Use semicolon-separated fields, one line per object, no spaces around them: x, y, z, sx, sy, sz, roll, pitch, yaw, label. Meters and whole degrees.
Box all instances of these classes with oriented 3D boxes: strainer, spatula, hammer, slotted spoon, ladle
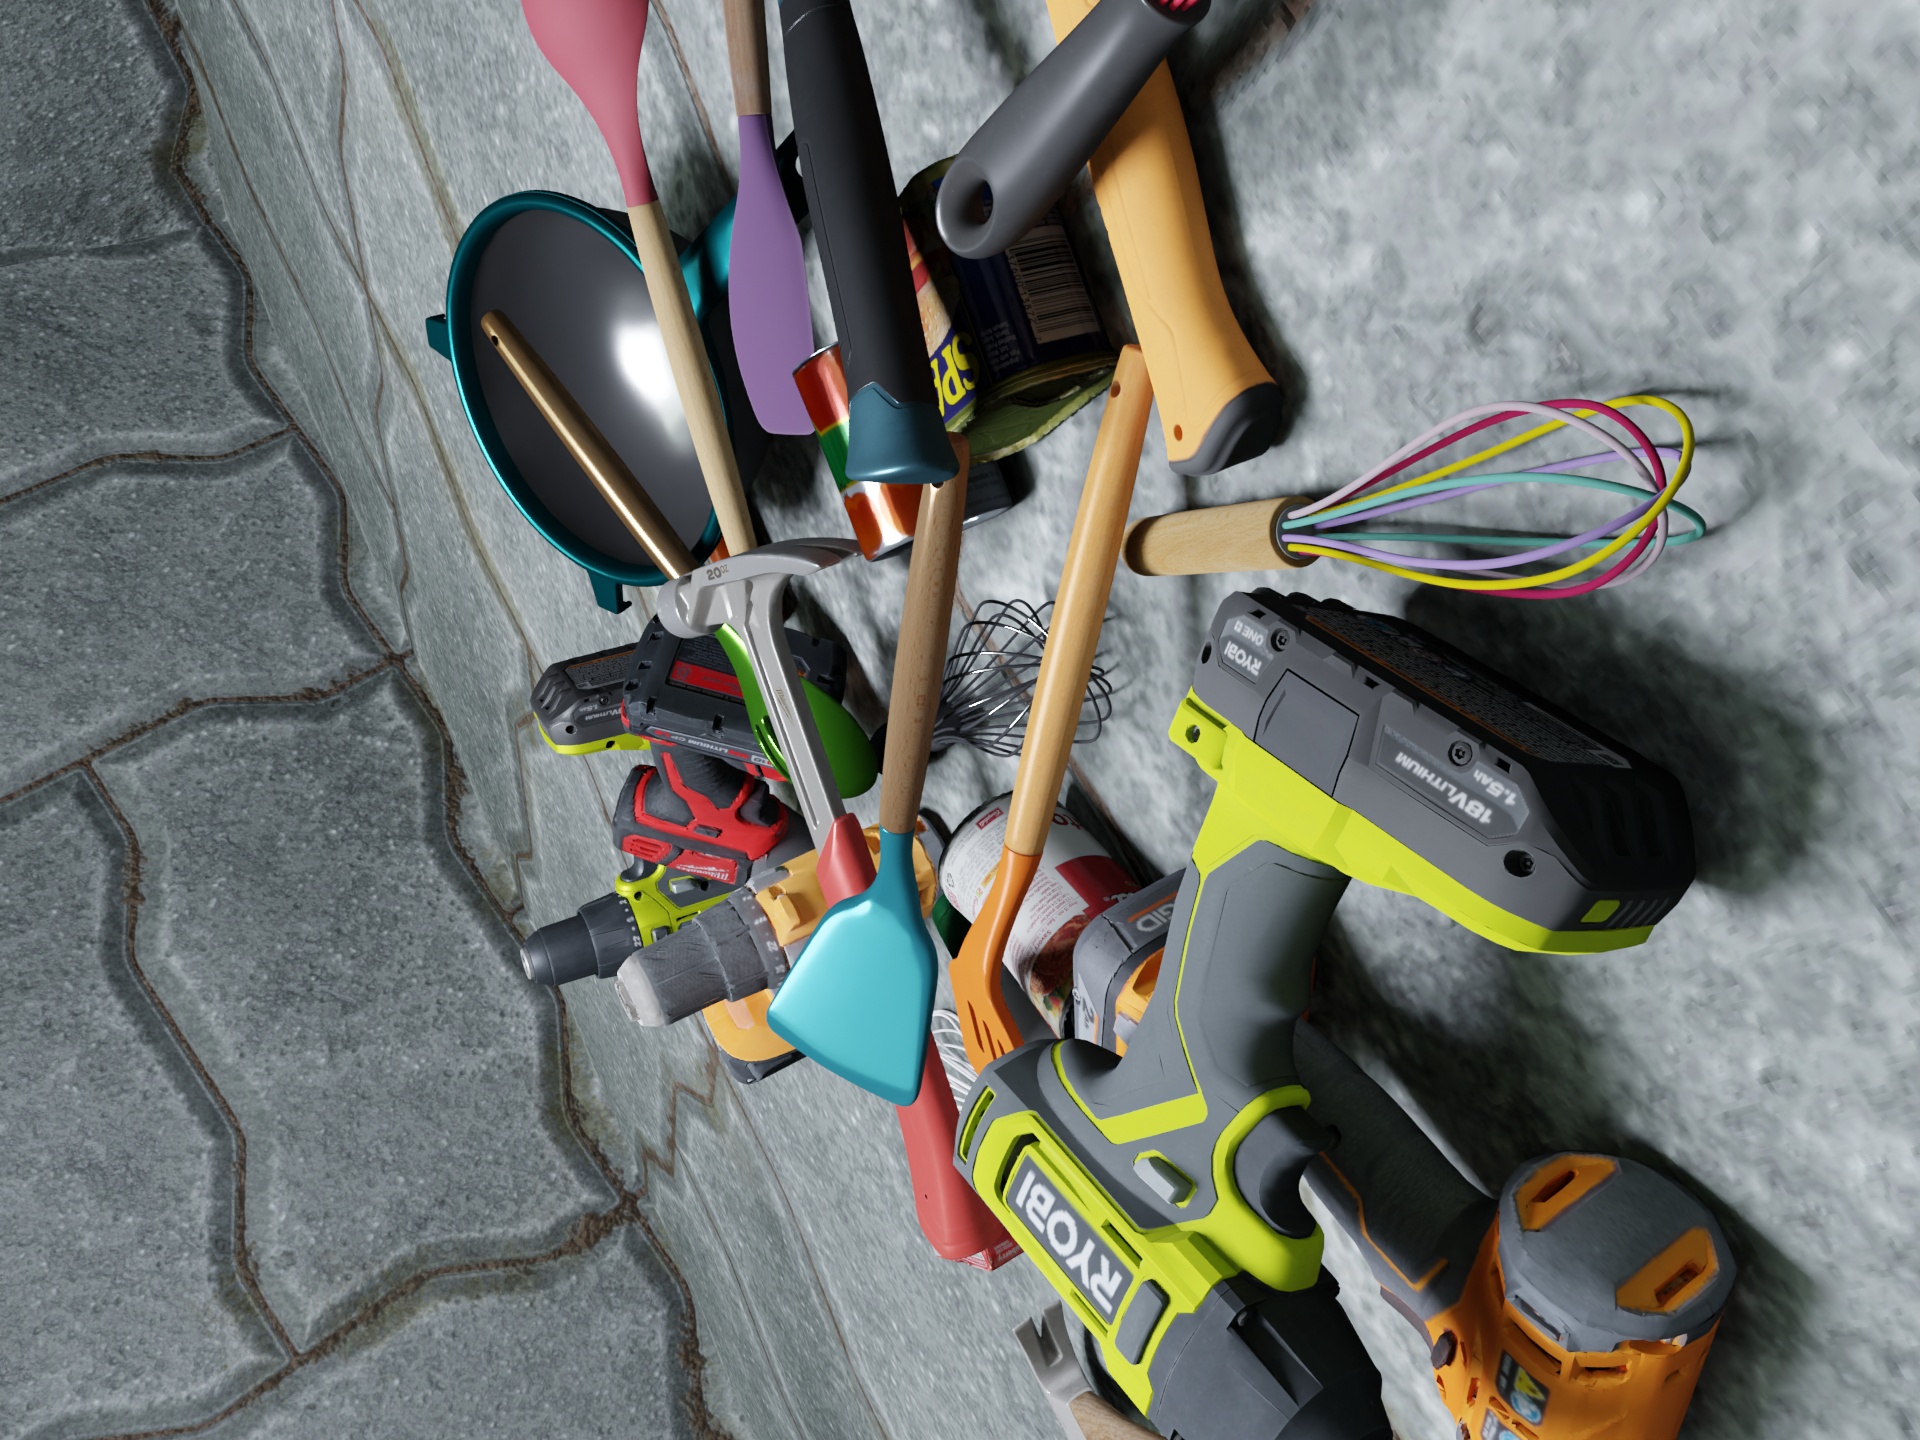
-0.133;-0.206;0.809;0.340;0.095;0.211;-28;96;46;strainer
-0.089;-0.278;0.660;0.060;0.018;0.315;14;114;46;spatula
0.036;0.024;0.583;0.081;0.041;0.322;45;129;52;spatula
-0.049;-0.234;0.544;0.128;0.033;0.331;-23;75;51;hammer
-0.149;-0.084;0.813;0.314;0.031;0.070;53;137;3;slotted spoon
0.096;0.363;0.780;0.130;0.031;0.331;60;163;5;hammer
0.029;-0.237;0.474;0.127;0.034;0.337;1;111;63;hammer
-0.042;0.091;0.753;0.149;0.036;0.359;-5;107;52;hammer
-0.137;-0.209;0.723;0.069;0.031;0.315;-1;116;29;ladle
-0.027;0.029;0.638;0.082;0.044;0.317;26;132;20;spatula

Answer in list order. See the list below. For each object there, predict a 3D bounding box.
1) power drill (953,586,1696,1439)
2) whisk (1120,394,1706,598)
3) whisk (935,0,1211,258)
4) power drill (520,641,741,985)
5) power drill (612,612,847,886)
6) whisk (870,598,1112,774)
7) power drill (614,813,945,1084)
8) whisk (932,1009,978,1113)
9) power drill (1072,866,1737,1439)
0.094;0.092;0.440;0.171;0.080;0.223;41;118;44;power drill
0.111;-0.057;0.452;0.245;0.051;0.047;-172;86;-68;whisk
0.061;-0.189;0.379;0.296;0.073;0.073;-29;83;62;whisk
-0.219;0.069;1.090;0.080;0.190;0.228;36;137;55;power drill
-0.133;0.031;0.948;0.219;0.143;0.079;110;175;-57;power drill
-0.002;-0.003;0.723;0.070;0.070;0.284;68;161;2;whisk
-0.106;0.141;0.908;0.084;0.185;0.226;60;158;16;power drill
0.027;0.209;0.854;0.057;0.059;0.246;39;168;-30;whisk
0.135;0.167;0.534;0.227;0.084;0.164;38;142;44;power drill
